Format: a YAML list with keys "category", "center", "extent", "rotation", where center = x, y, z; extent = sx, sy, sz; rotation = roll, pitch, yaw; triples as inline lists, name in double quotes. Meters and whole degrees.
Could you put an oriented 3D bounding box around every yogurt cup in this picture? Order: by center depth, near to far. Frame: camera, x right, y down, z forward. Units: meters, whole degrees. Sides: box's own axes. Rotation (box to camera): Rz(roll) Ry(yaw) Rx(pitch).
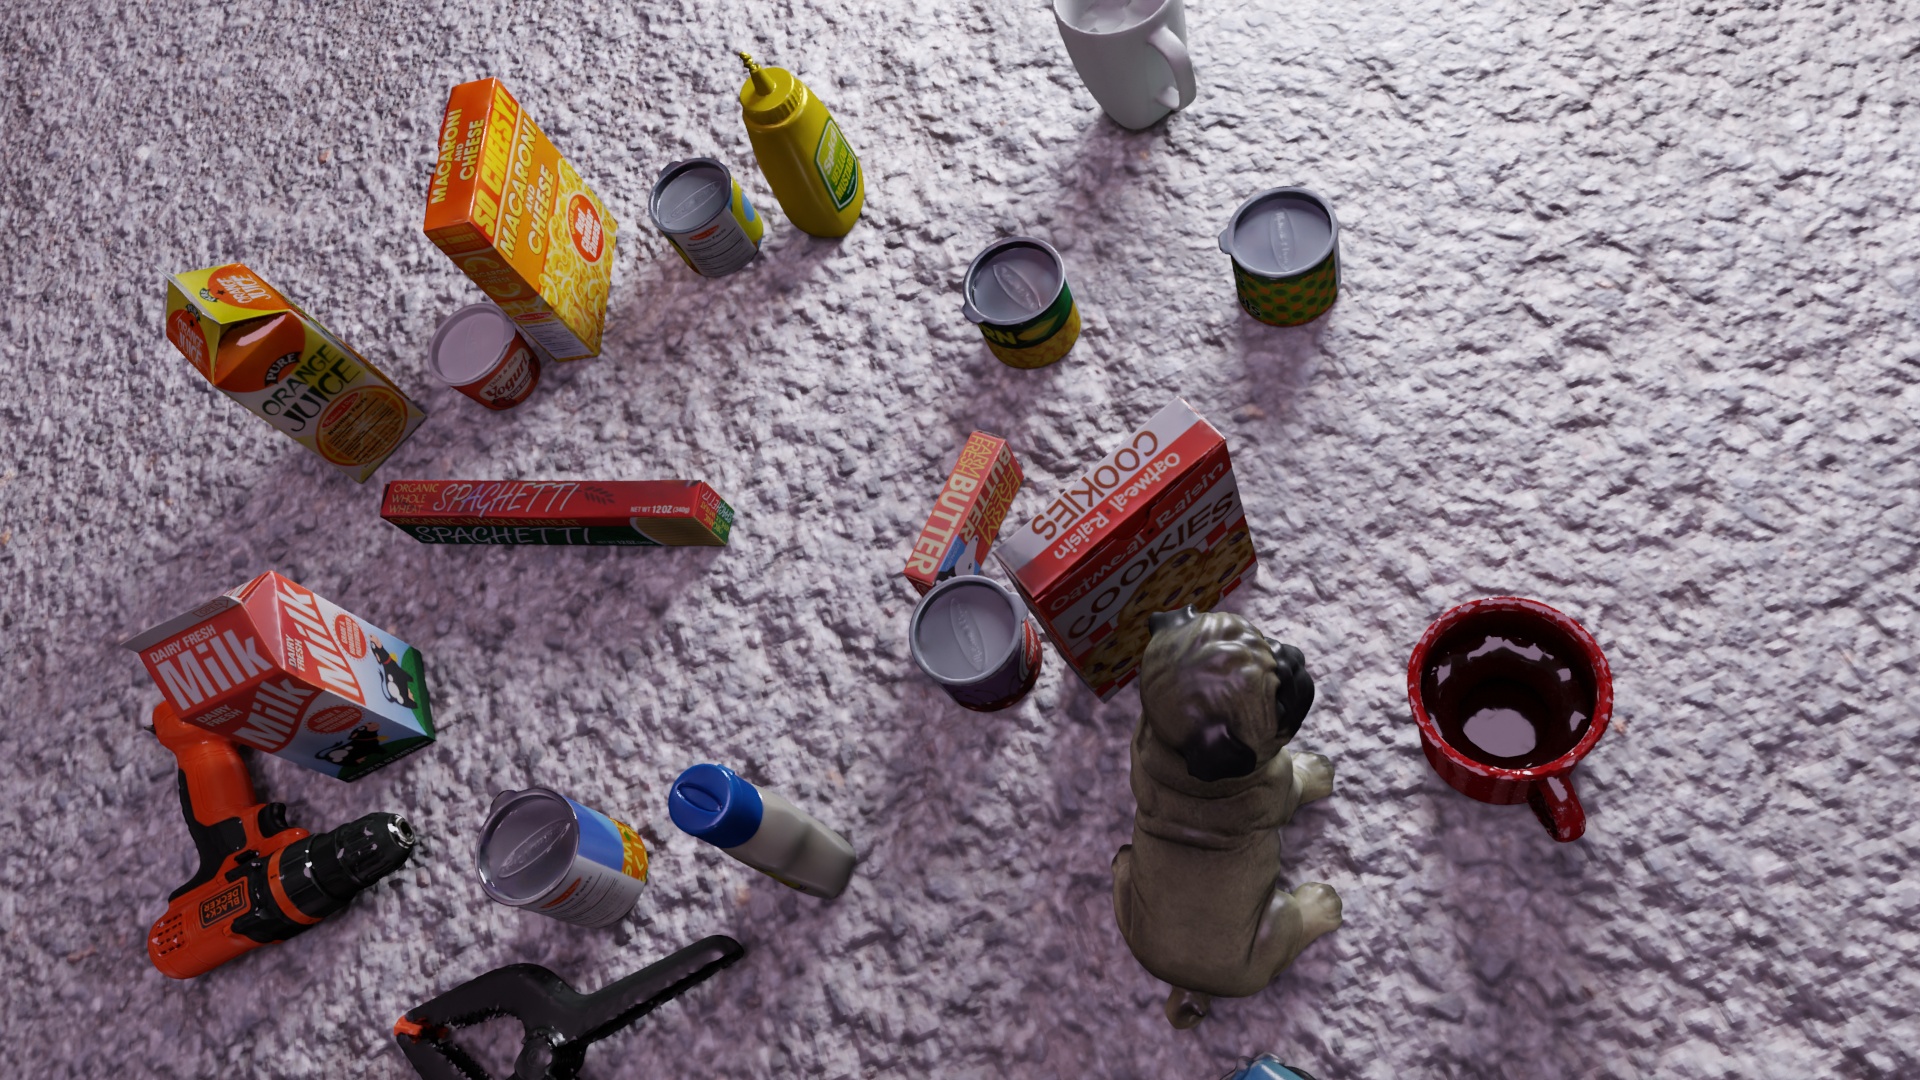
- category: "yogurt cup"
  center: [-0.345, -0.131, 1.015]
  extent: [0.072, 0.053, 0.072]
  rotation: [-7, 64, 15]

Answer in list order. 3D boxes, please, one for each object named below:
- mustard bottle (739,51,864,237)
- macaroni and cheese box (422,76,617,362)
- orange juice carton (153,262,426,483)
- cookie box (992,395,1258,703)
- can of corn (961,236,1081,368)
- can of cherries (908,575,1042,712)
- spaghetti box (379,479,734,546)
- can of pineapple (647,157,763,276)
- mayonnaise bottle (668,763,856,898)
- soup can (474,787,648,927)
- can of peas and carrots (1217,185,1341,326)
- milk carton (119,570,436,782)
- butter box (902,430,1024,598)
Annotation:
- category: "mustard bottle"
  center: [-0.113, -0.273, 0.946]
  extent: [0.049, 0.159, 0.065]
  rotation: [6, 68, 20]
- category: "macaroni and cheese box"
  center: [-0.306, -0.221, 0.980]
  extent: [0.040, 0.166, 0.124]
  rotation: [-7, 64, 15]
- category: "orange juice carton"
  center: [-0.474, -0.124, 0.973]
  extent: [0.072, 0.192, 0.073]
  rotation: [38, 82, 28]
- category: "cookie box"
  center: [0.095, 0.011, 0.742]
  extent: [0.123, 0.167, 0.040]
  rotation: [-41, 61, -3]
- category: "can of corn"
  center: [0.039, -0.151, 0.899]
  extent: [0.071, 0.058, 0.071]
  rotation: [-7, 64, 15]
- category: "can of cherries"
  center: [0.012, 0.061, 0.808]
  extent: [0.071, 0.058, 0.072]
  rotation: [-7, 64, 15]
- category: "spaghetti box"
  center: [-0.277, -0.019, 0.943]
  extent: [0.250, 0.050, 0.029]
  rotation: [0, 67, 18]
- category: "can of pineapple"
  center: [-0.185, -0.236, 1.010]
  extent: [0.071, 0.057, 0.071]
  rotation: [-7, 64, 15]
- category: "mayonnaise bottle"
  center: [-0.109, 0.157, 0.751]
  extent: [0.065, 0.147, 0.041]
  rotation: [20, 74, 25]
- category: "soup can"
  center: [-0.233, 0.185, 0.814]
  extent: [0.071, 0.083, 0.071]
  rotation: [-7, 64, 15]
- category: "can of peas and carrots"
  center: [0.198, -0.174, 0.858]
  extent: [0.071, 0.058, 0.071]
  rotation: [-7, 64, 15]
- category: "milk carton"
  center: [-0.416, 0.082, 0.860]
  extent: [0.072, 0.190, 0.074]
  rotation: [-26, 61, 5]
- category: "butter box"
  center: [0.003, -0.011, 0.848]
  extent: [0.024, 0.053, 0.104]
  rotation: [19, 73, 24]
